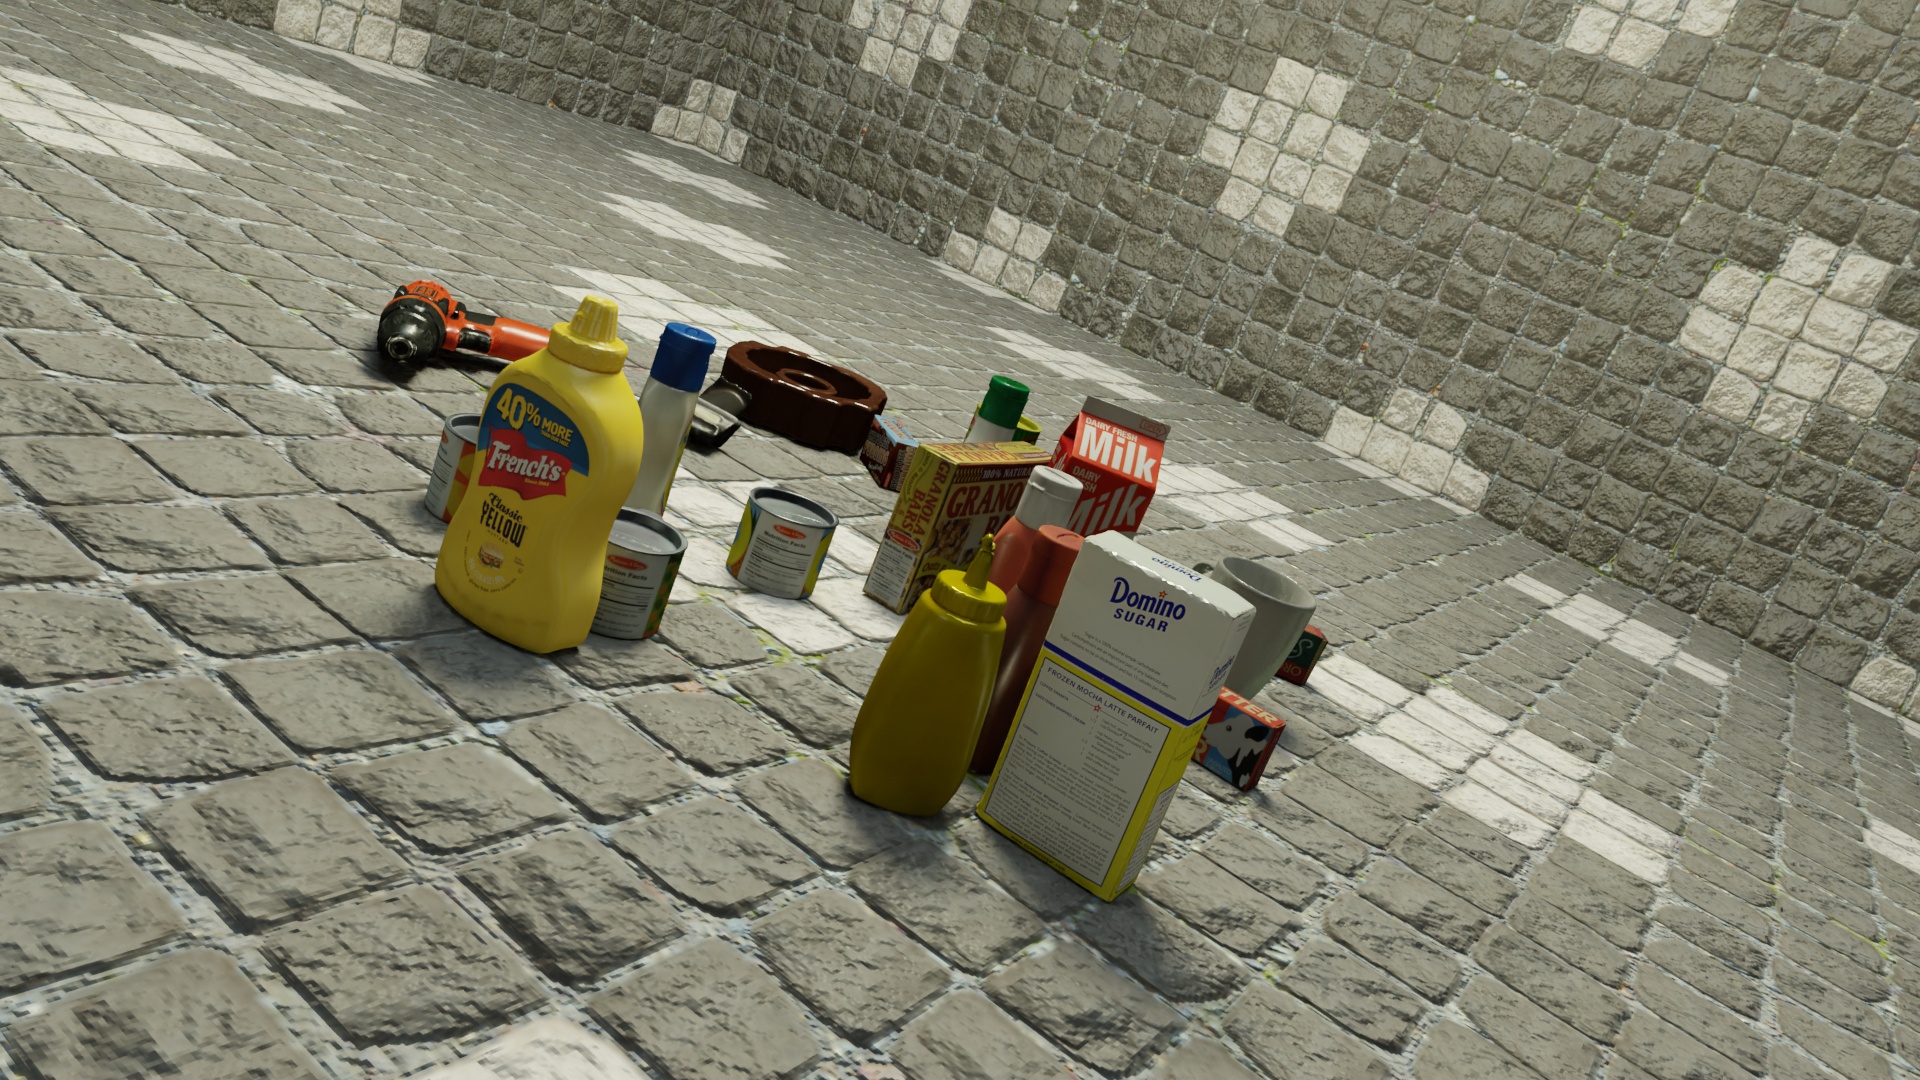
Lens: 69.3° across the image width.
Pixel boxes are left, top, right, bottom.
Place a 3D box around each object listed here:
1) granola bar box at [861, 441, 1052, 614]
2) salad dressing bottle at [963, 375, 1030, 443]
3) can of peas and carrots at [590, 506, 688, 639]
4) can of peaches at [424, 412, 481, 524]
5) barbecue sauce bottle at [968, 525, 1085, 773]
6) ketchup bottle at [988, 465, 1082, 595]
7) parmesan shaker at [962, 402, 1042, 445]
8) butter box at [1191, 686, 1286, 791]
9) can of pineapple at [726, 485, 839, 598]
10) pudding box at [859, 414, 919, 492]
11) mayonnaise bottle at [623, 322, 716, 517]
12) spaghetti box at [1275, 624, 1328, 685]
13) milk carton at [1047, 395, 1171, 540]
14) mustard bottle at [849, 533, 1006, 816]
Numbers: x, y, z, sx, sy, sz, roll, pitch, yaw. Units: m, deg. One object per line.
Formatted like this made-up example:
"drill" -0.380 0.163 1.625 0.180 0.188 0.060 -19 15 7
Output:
"granola bar box" 0.004 -0.013 1.074 0.039 0.123 0.166 29 18 24
"salad dressing bottle" 0.019 -0.074 1.245 0.044 0.147 0.064 23 16 5
"can of peas and carrots" -0.203 0.017 0.830 0.071 0.058 0.071 20 16 -6
"can of peaches" -0.302 -0.042 0.893 0.071 0.058 0.071 20 16 -6
"barbecue sauce bottle" 0.037 0.064 0.827 0.044 0.148 0.065 29 17 22
"ketchup bottle" 0.040 0.022 0.965 0.065 0.148 0.043 33 19 35
"parmesan shaker" 0.029 -0.072 1.330 0.071 0.102 0.071 20 16 -6
"butter box" 0.170 0.125 0.972 0.103 0.053 0.024 31 18 28
"can of pineapple" -0.126 0.001 0.982 0.071 0.057 0.071 20 16 -6
"pudding box" -0.067 -0.084 1.340 0.030 0.049 0.084 15 18 -24
"mayonnaise bottle" -0.208 -0.076 0.960 0.041 0.147 0.065 19 16 -11
"spaghetti box" 0.198 0.057 1.230 0.250 0.050 0.029 23 16 3
"milk carton" 0.093 -0.014 1.072 0.072 0.190 0.074 20 16 -8
"mustard bottle" -0.009 0.068 0.737 0.065 0.159 0.049 19 16 -11
